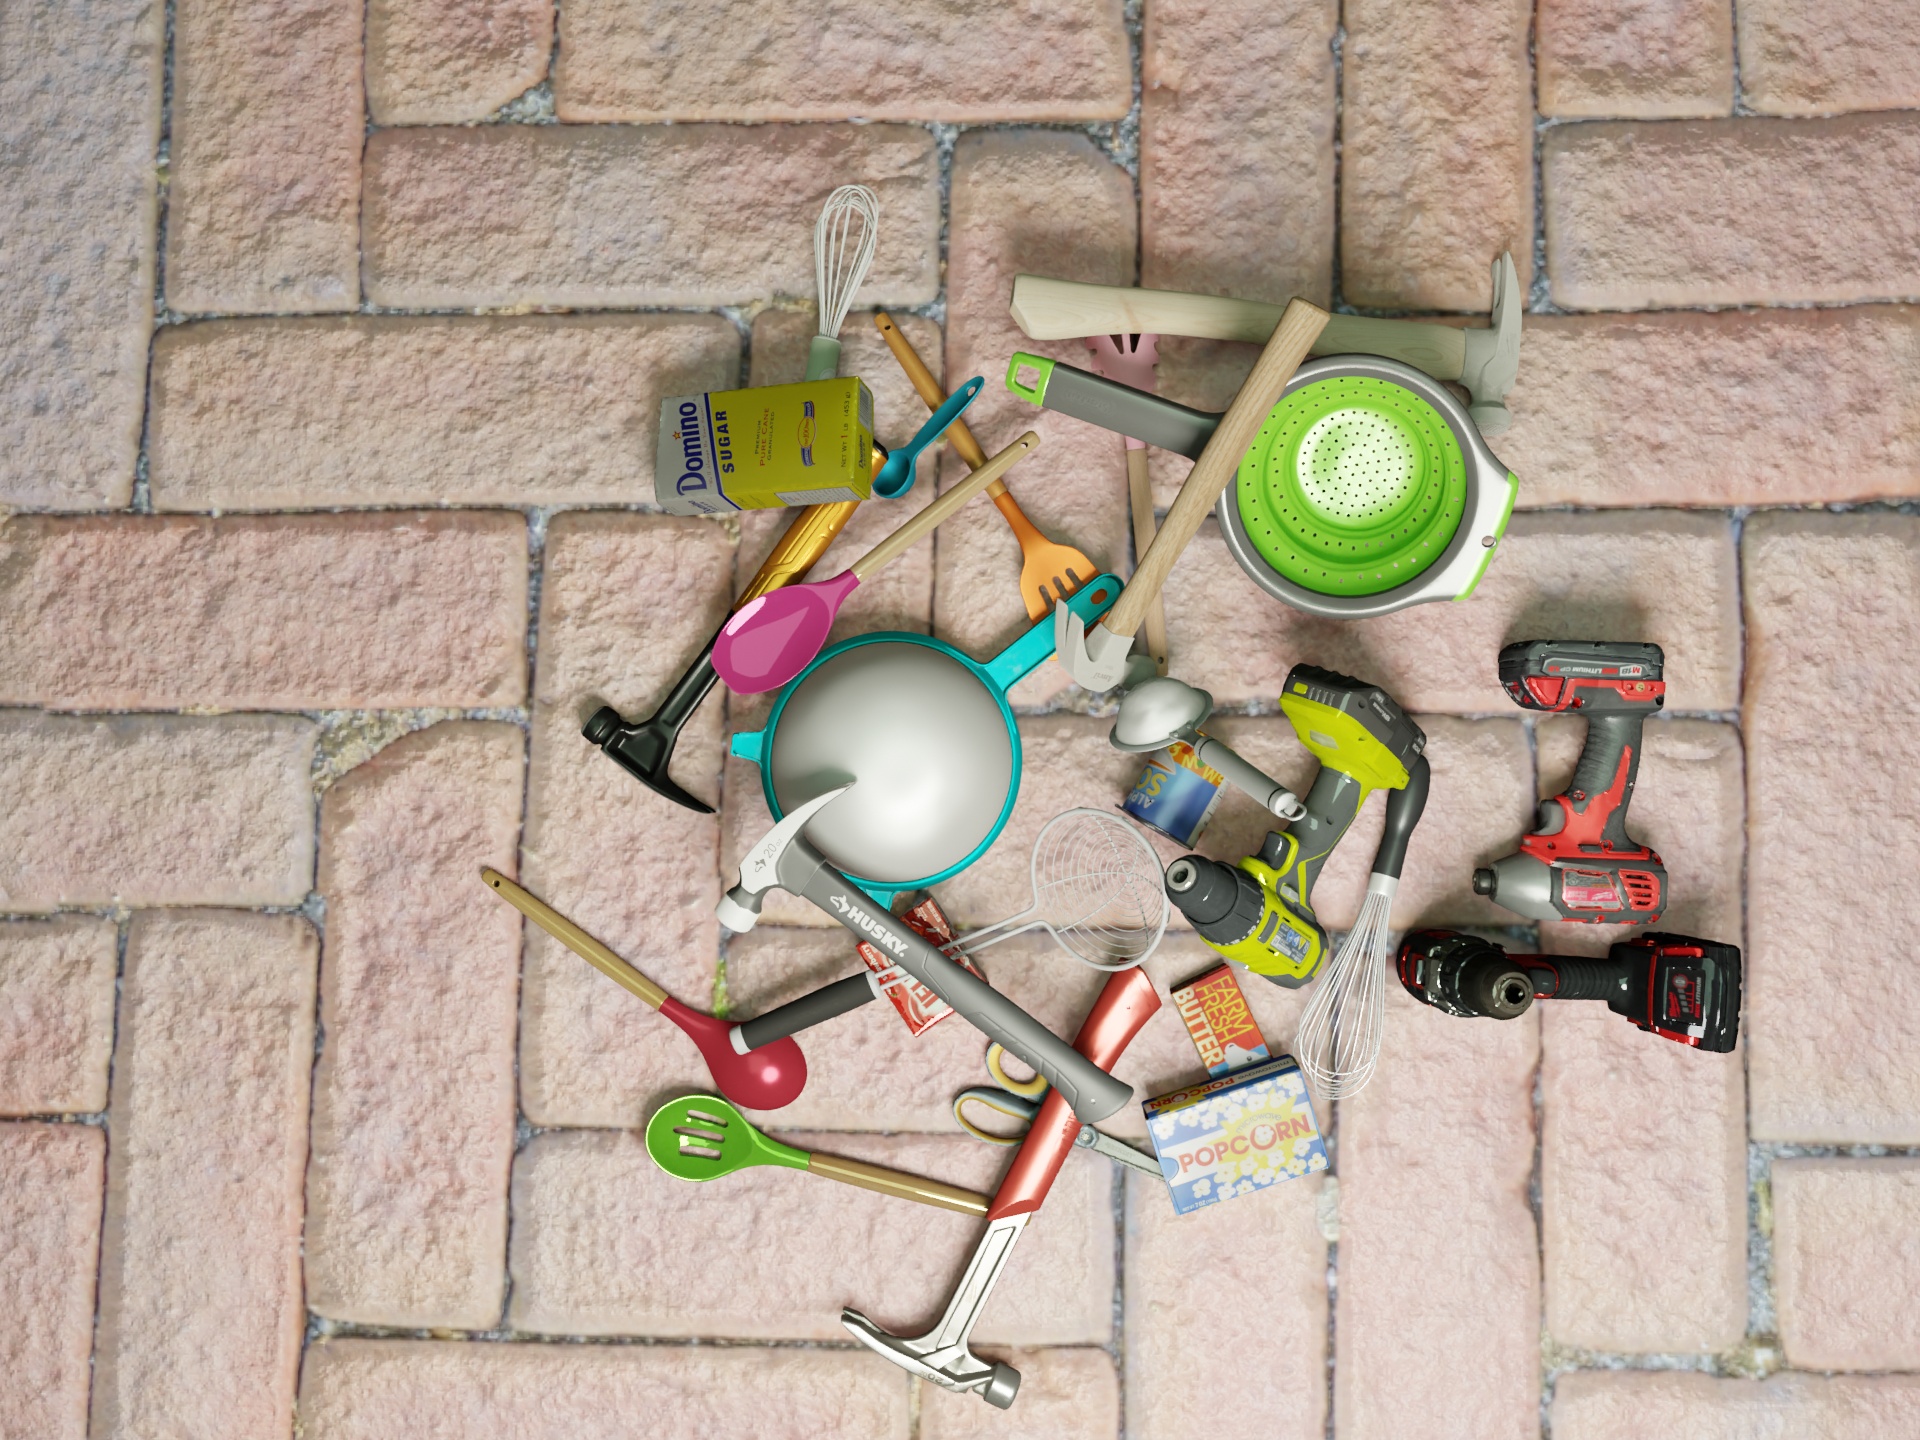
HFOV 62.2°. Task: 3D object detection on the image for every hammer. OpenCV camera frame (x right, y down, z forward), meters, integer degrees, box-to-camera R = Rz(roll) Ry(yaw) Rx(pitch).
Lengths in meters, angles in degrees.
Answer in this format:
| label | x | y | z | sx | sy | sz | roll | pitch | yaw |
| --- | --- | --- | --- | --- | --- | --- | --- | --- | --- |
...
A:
| label | x | y | z | sx | sy | sz | roll | pitch | yaw |
| --- | --- | --- | --- | --- | --- | --- | --- | --- | --- |
| hammer | 0.245 | -0.325 | 1.271 | 0.410 | 0.038 | 0.146 | 6 | 85 | -5 |
| hammer | -0.013 | 0.183 | 1.182 | 0.335 | 0.035 | 0.146 | 36 | 104 | 4 |
| hammer | 0.049 | 0.347 | 1.243 | 0.149 | 0.036 | 0.359 | 27 | 89 | 0 |
| hammer | 0.173 | -0.164 | 1.191 | 0.031 | 0.130 | 0.331 | 45 | 115 | 36 |
| hammer | -0.161 | -0.086 | 1.293 | 0.127 | 0.034 | 0.337 | 36 | 91 | 5 |

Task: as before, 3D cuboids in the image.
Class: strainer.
| label | x | y | z | sx | sy | sz | roll | pitch | yaw |
| --- | --- | --- | --- | --- | --- | --- | --- | --- | --- |
| strainer | -0.002 | -0.004 | 1.241 | 0.340 | 0.095 | 0.211 | -39 | 95 | 0 |
| strainer | 0.179 | 0.016 | 1.177 | 0.087 | 0.259 | 0.050 | -32 | 121 | -10 |

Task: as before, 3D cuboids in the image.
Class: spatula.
| label | x | y | z | sx | sy | sz | roll | pitch | yaw |
| --- | --- | --- | --- | --- | --- | --- | --- | --- | --- |
| spatula | 0.020 | -0.201 | 1.306 | 0.081 | 0.041 | 0.323 | -33 | 82 | 1 |

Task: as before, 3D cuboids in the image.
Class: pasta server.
| label | x | y | z | sx | sy | sz | roll | pitch | yaw |
| --- | --- | --- | --- | --- | --- | --- | --- | --- | --- |
| pasta server | 0.146 | -0.193 | 1.299 | 0.060 | 0.040 | 0.316 | -6 | 90 | 2 |

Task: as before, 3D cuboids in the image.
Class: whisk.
| label | x | y | z | sx | sy | sz | roll | pitch | yaw |
| --- | --- | --- | --- | --- | --- | --- | --- | --- | --- |
| whisk | 0.324 | 0.161 | 1.254 | 0.070 | 0.070 | 0.285 | 17 | 83 | 3 |
| whisk | -0.108 | -0.319 | 1.307 | 0.059 | 0.057 | 0.246 | 11 | 91 | 38 |

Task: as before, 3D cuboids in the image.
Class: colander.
| label | x | y | z | sx | sy | sz | roll | pitch | yaw |
| --- | --- | --- | --- | --- | --- | --- | --- | --- | --- |
| colander | 0.230 | -0.218 | 1.251 | 0.397 | 0.094 | 0.204 | 21 | 117 | 9 |

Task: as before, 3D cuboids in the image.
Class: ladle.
| label | x | y | z | sx | sy | sz | roll | pitch | yaw |
| --- | --- | --- | --- | --- | --- | --- | --- | --- | --- |
| ladle | -0.260 | 0.213 | 1.289 | 0.315 | 0.031 | 0.069 | 34 | 87 | 6 |

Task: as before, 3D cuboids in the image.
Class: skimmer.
| label | x | y | z | sx | sy | sz | roll | pitch | yaw |
| --- | --- | --- | --- | --- | --- | --- | --- | --- | --- |
| skimmer | -0.015 | 0.179 | 1.215 | 0.363 | 0.090 | 0.127 | -23 | 84 | 3 |

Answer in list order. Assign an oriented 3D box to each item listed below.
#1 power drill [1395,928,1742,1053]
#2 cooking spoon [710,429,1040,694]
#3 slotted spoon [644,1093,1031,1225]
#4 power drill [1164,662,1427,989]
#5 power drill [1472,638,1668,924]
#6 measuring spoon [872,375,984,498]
| label | x | y | z | sx | sy | sz | roll | pitch | yaw |
| --- | --- | --- | --- | --- | --- | --- | --- | --- | --- |
| power drill | 0.455 | 0.196 | 1.182 | 0.226 | 0.188 | 0.080 | 4 | 87 | -1 |
| cooking spoon | -0.064 | -0.131 | 1.270 | 0.319 | 0.017 | 0.069 | -38 | 91 | -3 |
| slotted spoon | -0.097 | 0.361 | 1.272 | 0.314 | 0.031 | 0.070 | 14 | 88 | 1 |
| power drill | 0.249 | 0.077 | 1.206 | 0.080 | 0.190 | 0.228 | 22 | 81 | 44 |
| power drill | 0.476 | 0.049 | 1.245 | 0.143 | 0.078 | 0.220 | 2 | 89 | 3 |
| measuring spoon | -0.021 | -0.229 | 1.294 | 0.128 | 0.021 | 0.042 | -44 | 52 | 15 |
